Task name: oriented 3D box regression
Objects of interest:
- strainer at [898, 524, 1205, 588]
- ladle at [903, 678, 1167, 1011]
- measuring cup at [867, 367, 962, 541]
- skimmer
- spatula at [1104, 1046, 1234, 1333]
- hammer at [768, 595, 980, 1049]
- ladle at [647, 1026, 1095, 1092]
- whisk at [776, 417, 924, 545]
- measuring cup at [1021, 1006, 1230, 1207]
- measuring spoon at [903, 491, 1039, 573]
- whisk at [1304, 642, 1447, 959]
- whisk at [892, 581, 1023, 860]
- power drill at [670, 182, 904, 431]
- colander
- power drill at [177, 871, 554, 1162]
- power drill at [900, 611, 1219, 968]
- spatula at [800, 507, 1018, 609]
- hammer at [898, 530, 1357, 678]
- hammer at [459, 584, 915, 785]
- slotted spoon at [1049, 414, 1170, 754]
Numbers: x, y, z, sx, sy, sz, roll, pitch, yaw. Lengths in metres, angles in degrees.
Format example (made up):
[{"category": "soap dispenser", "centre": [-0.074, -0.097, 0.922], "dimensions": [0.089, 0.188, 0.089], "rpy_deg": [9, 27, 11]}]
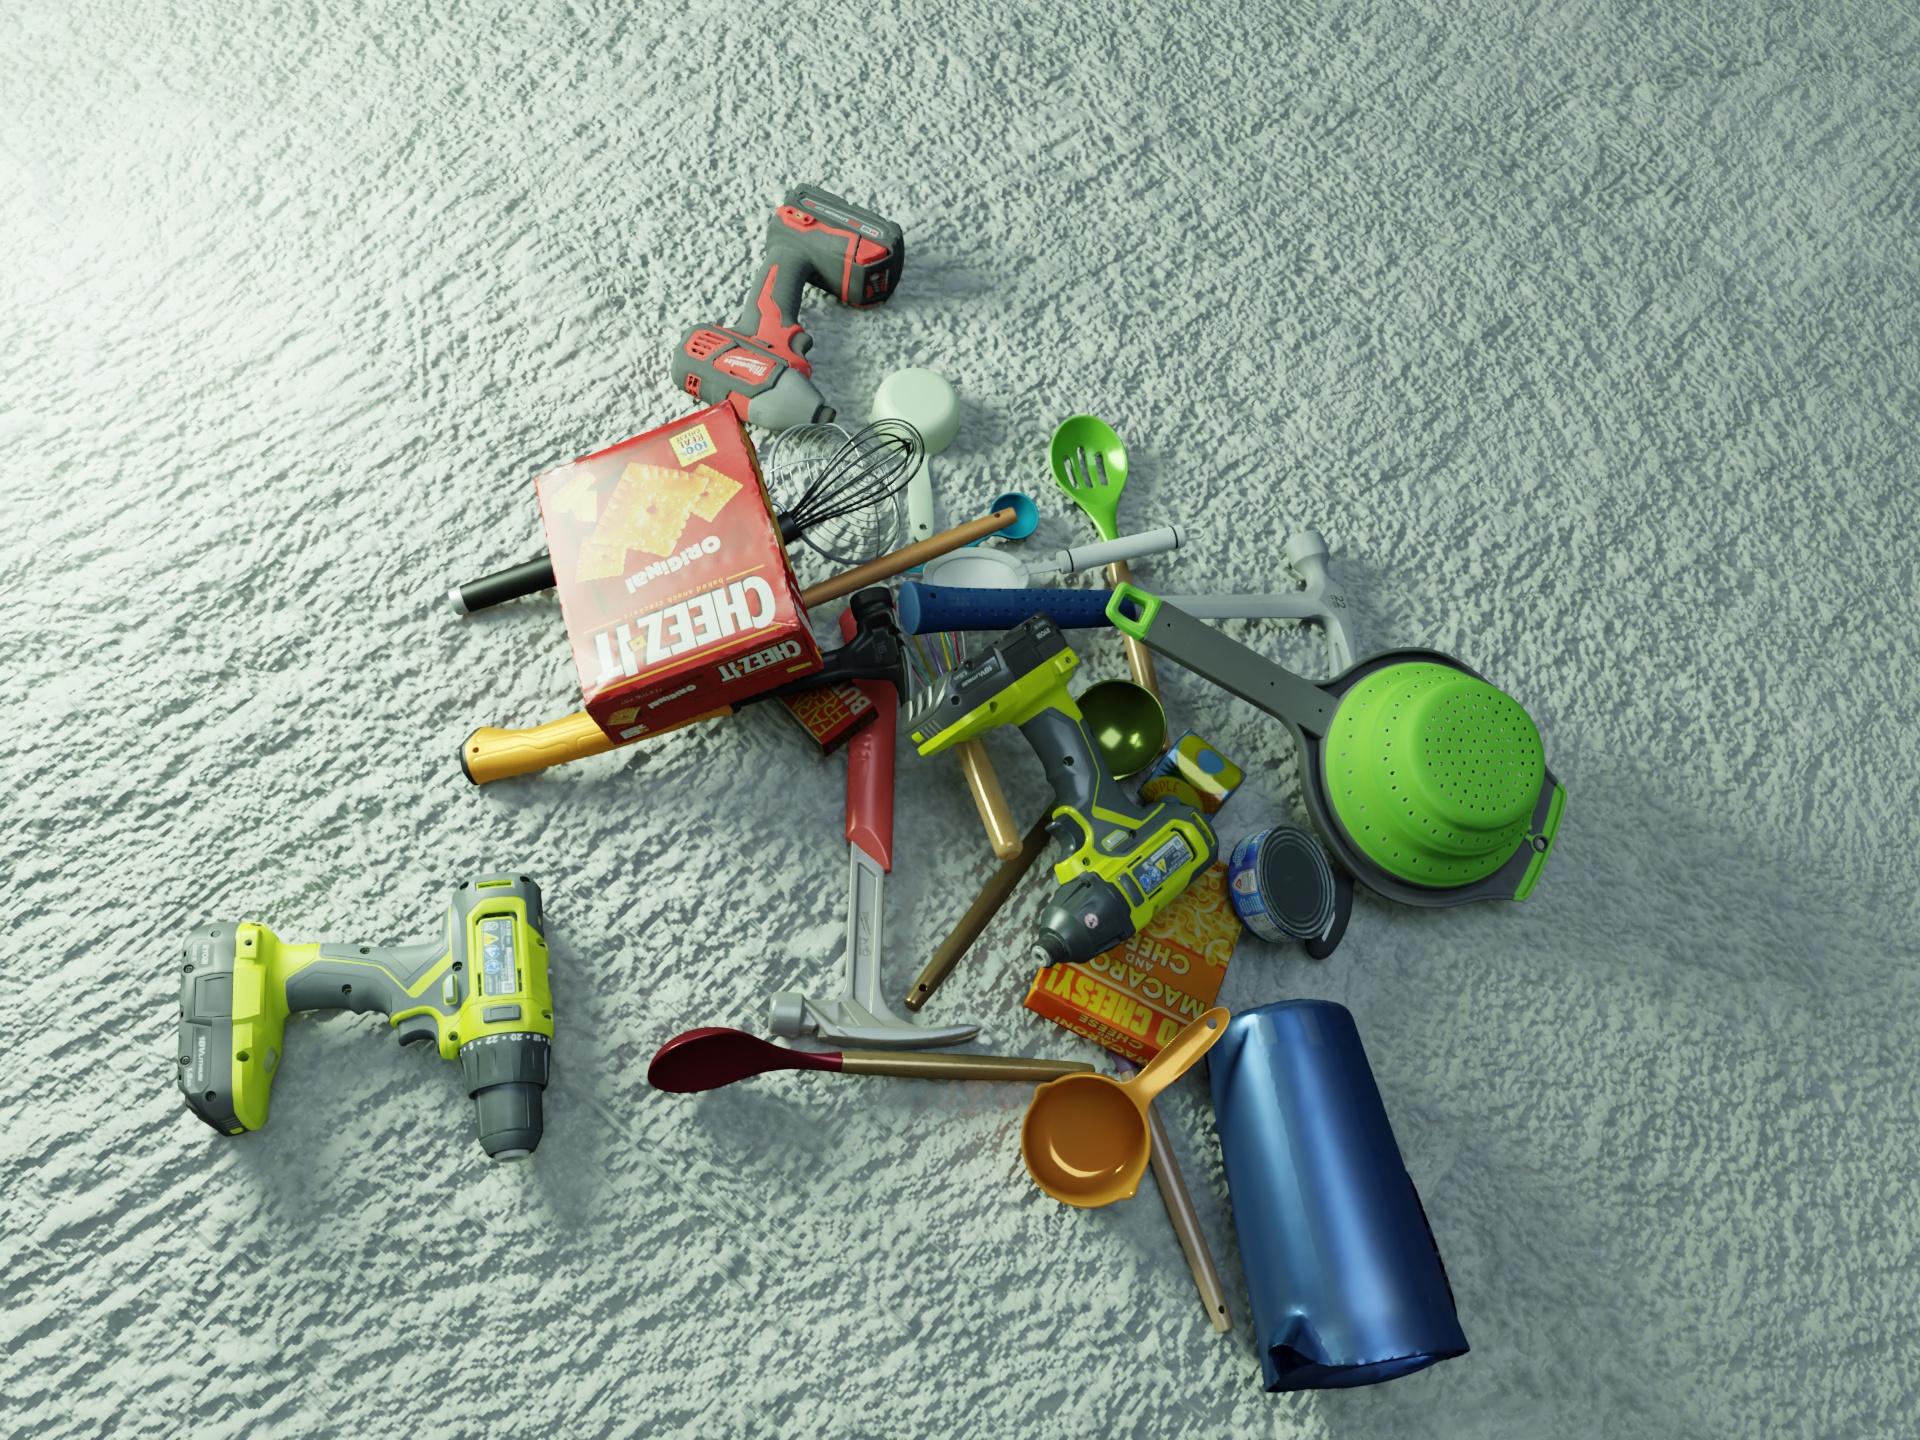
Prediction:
[{"category": "strainer", "centre": [0.078, -0.124, 1.295], "dimensions": [0.258, 0.050, 0.087], "rpy_deg": [-13, 40, -8]}, {"category": "ladle", "centre": [0.054, 0.087, 1.172], "dimensions": [0.078, 0.062, 0.320], "rpy_deg": [32, 56, 13]}, {"category": "measuring cup", "centre": [-0.034, -0.228, 1.345], "dimensions": [0.083, 0.038, 0.168], "rpy_deg": [0, 62, -9]}, {"category": "skimmer", "centre": [-0.223, -0.143, 1.278], "dimensions": [0.363, 0.090, 0.127], "rpy_deg": [-19, 80, -6]}, {"category": "spatula", "centre": [0.132, 0.274, 1.132], "dimensions": [0.059, 0.018, 0.316], "rpy_deg": [-11, 65, -17]}, {"category": "hammer", "centre": [-0.059, 0.067, 1.196], "dimensions": [0.149, 0.036, 0.359], "rpy_deg": [4, 63, -7]}, {"category": "ladle", "centre": [-0.057, 0.239, 1.105], "dimensions": [0.315, 0.069, 0.031], "rpy_deg": [5, 45, -13]}, {"category": "whisk", "centre": [-0.130, -0.153, 1.221], "dimensions": [0.239, 0.055, 0.055], "rpy_deg": [-35, 72, 2]}, {"category": "measuring cup", "centre": [0.118, 0.257, 1.091], "dimensions": [0.173, 0.052, 0.095], "rpy_deg": [-42, 80, -2]}, {"category": "measuring spoon", "centre": [0.007, -0.150, 1.329], "dimensions": [0.128, 0.021, 0.042], "rpy_deg": [-27, 79, -11]}, {"category": "whisk", "centre": [0.321, 0.060, 1.253], "dimensions": [0.070, 0.070, 0.285], "rpy_deg": [24, 67, 3]}, {"category": "whisk", "centre": [-0.002, -0.005, 1.193], "dimensions": [0.051, 0.047, 0.245], "rpy_deg": [14, 45, -46]}, {"category": "power drill", "centre": [-0.138, -0.345, 1.370], "dimensions": [0.143, 0.078, 0.220], "rpy_deg": [25, 65, 4]}, {"category": "colander", "centre": [0.295, -0.006, 1.186], "dimensions": [0.397, 0.094, 0.204], "rpy_deg": [29, 72, -4]}, {"category": "power drill", "centre": [-0.385, 0.205, 1.053], "dimensions": [0.228, 0.080, 0.191], "rpy_deg": [-4, 64, -14]}, {"category": "power drill", "centre": [0.065, 0.052, 1.117], "dimensions": [0.171, 0.080, 0.223], "rpy_deg": [-34, 89, -35]}, {"category": "spatula", "centre": [-0.106, -0.107, 1.247], "dimensions": [0.322, 0.041, 0.081], "rpy_deg": [-23, 52, -4]}, {"category": "hammer", "centre": [0.144, -0.084, 1.253], "dimensions": [0.405, 0.035, 0.144], "rpy_deg": [-3, 65, -27]}, {"category": "hammer", "centre": [-0.200, -0.004, 1.168], "dimensions": [0.337, 0.034, 0.127], "rpy_deg": [-15, 59, -2]}, {"category": "slotted spoon", "centre": [0.131, -0.116, 1.324], "dimensions": [0.070, 0.031, 0.314], "rpy_deg": [-6, 67, -12]}]
